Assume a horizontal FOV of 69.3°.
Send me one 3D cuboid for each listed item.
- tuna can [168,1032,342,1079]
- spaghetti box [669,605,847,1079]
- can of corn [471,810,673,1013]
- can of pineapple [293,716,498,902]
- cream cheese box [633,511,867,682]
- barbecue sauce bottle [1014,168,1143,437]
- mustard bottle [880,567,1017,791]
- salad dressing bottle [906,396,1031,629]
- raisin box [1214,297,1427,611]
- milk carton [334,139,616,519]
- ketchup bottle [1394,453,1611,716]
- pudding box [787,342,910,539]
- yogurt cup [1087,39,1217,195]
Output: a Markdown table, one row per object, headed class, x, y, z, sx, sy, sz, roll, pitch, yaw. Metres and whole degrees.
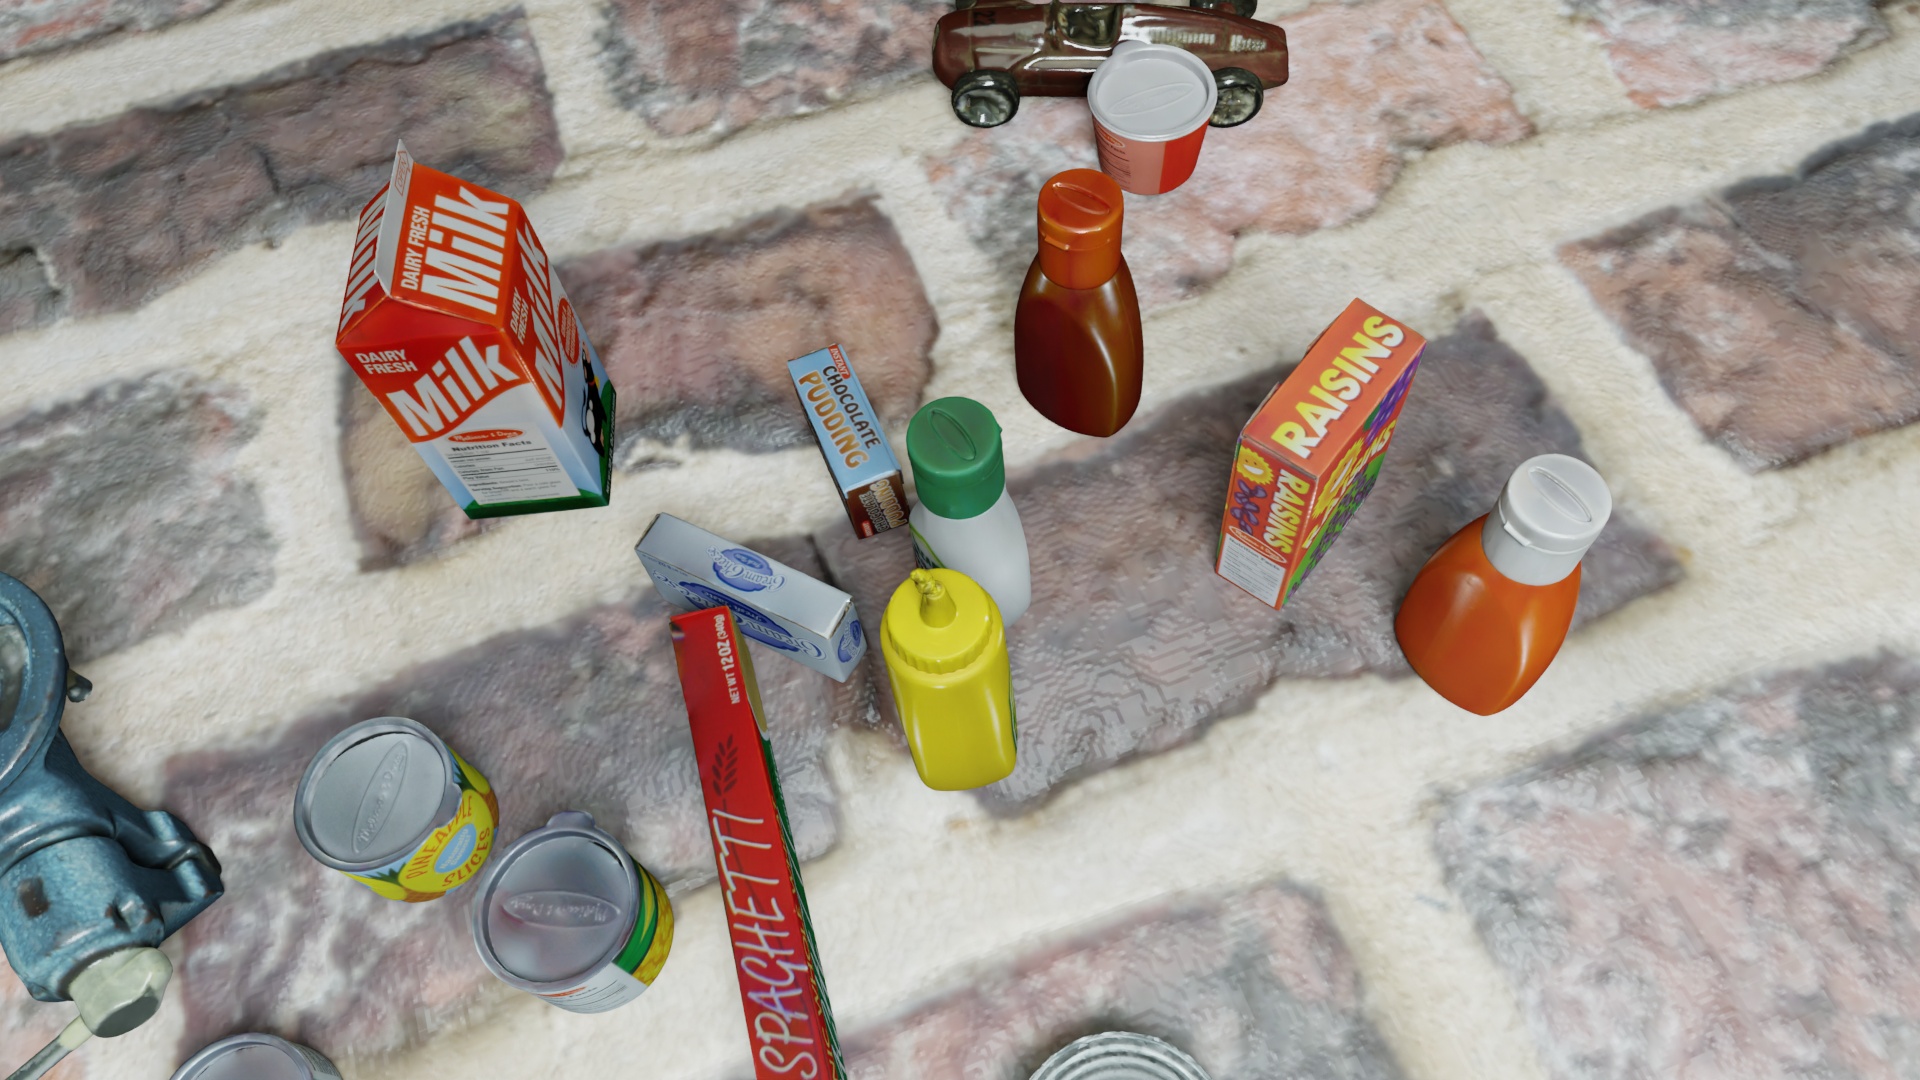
| class | x | y | z | sx | sy | sz | roll | pitch | yaw |
| --- | --- | --- | --- | --- | --- | --- | --- | --- | --- |
| tuna can | -0.282 | 0.234 | 0.550 | 0.071 | 0.032 | 0.071 | -2 | 62 | 3 |
| spaghetti box | -0.081 | 0.146 | 0.571 | 0.029 | 0.050 | 0.251 | -16 | 62 | -4 |
| can of corn | -0.156 | 0.153 | 0.569 | 0.071 | 0.058 | 0.071 | -2 | 62 | 3 |
| can of pineapple | -0.238 | 0.117 | 0.595 | 0.071 | 0.057 | 0.071 | -2 | 62 | 3 |
| cream cheese box | -0.094 | 0.026 | 0.635 | 0.104 | 0.053 | 0.024 | 23 | 66 | 16 |
| barbecue sauce bottle | 0.055 | -0.107 | 0.641 | 0.065 | 0.148 | 0.044 | 31 | 69 | 19 |
| mustard bottle | -0.004 | 0.051 | 0.554 | 0.049 | 0.159 | 0.065 | -11 | 62 | -1 |
| salad dressing bottle | 0.002 | -0.007 | 0.592 | 0.044 | 0.147 | 0.064 | -33 | 65 | -12 |
| raisin box | 0.155 | -0.034 | 0.609 | 0.040 | 0.123 | 0.086 | 35 | 70 | 20 |
| milk carton | -0.219 | -0.088 | 0.628 | 0.073 | 0.189 | 0.072 | -5 | 62 | 2 |
| ketchup bottle | 0.219 | 0.018 | 0.561 | 0.043 | 0.148 | 0.065 | -34 | 65 | -13 |
| pudding box | -0.054 | -0.048 | 0.674 | 0.030 | 0.049 | 0.084 | -22 | 63 | -7 |
| yogurt cup | 0.103 | -0.226 | 0.754 | 0.072 | 0.053 | 0.073 | -2 | 62 | 3 |
